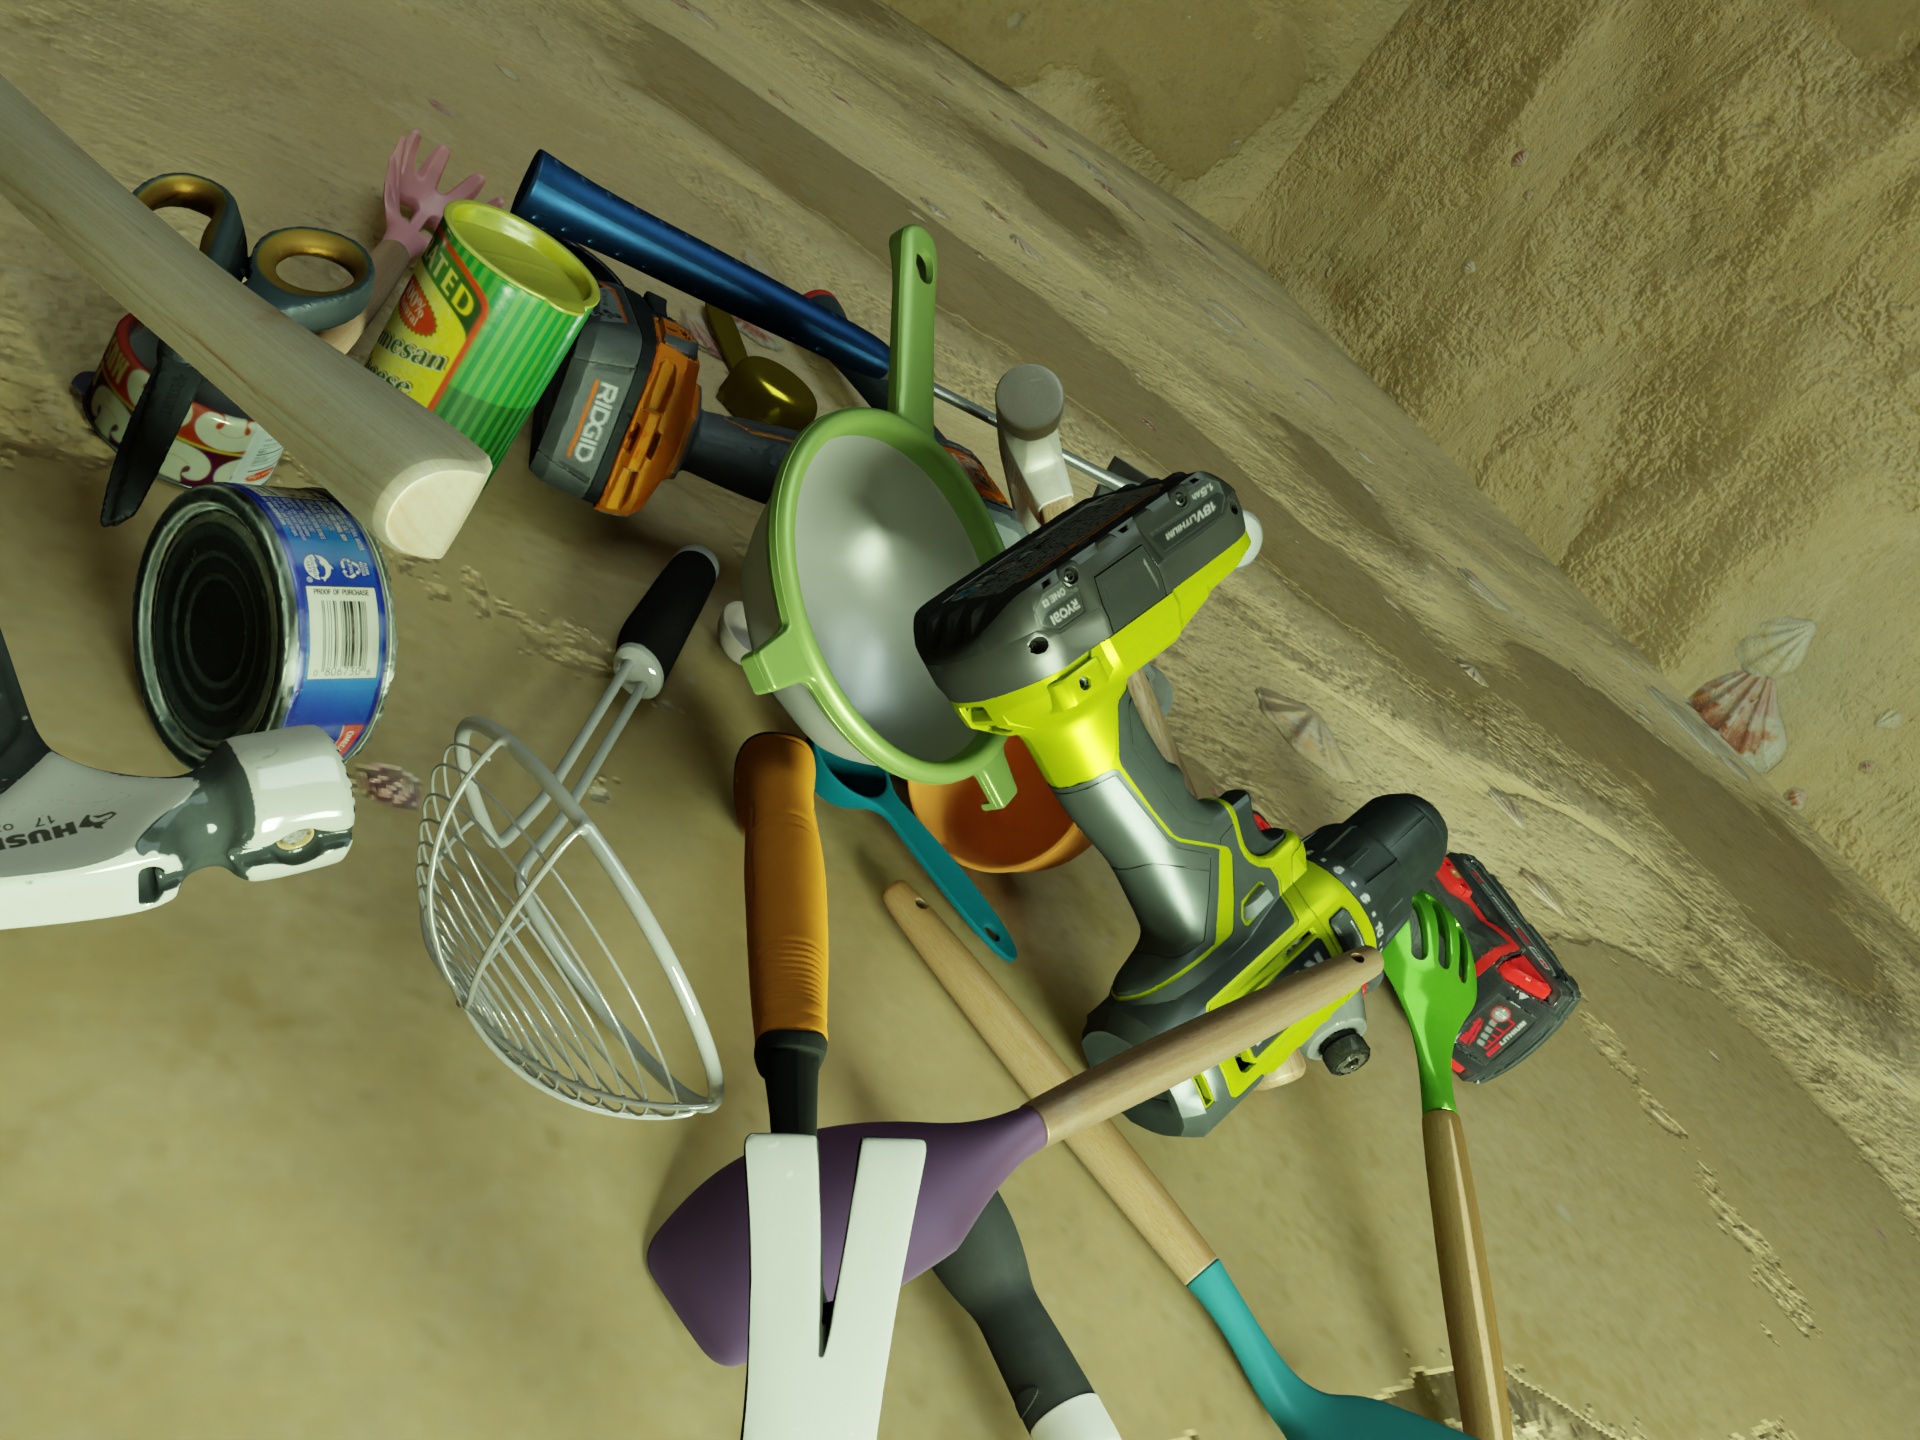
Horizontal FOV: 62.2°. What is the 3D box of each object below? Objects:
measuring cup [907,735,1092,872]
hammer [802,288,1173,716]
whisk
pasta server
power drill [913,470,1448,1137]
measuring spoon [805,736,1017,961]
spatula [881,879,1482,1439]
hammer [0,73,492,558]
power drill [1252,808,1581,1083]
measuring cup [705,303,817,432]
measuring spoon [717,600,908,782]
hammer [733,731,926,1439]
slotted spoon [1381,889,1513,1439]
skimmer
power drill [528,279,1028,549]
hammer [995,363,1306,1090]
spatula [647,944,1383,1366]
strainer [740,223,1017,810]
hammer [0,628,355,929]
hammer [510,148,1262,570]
[{"bbox_3d":[-0.001,-0.002,0.714,0.174,0.095,0.052,43,13,27],"label":"measuring cup"},{"bbox_3d":[-0.010,-0.155,0.964,0.387,0.038,0.143,53,5,32],"label":"hammer"},{"bbox_3d":[0.048,0.225,0.432,0.070,0.070,0.285,15,30,-43],"label":"whisk"},{"bbox_3d":[-0.256,-0.210,0.717,0.060,0.040,0.316,37,18,-25],"label":"pasta server"},{"bbox_3d":[0.098,0.022,0.632,0.190,0.080,0.228,-36,107,-27],"label":"power drill"},{"bbox_3d":[-0.024,0.055,0.667,0.128,0.021,0.042,50,26,1],"label":"measuring spoon"},{"bbox_3d":[0.077,0.171,0.574,0.318,0.044,0.082,48,29,20],"label":"spatula"},{"bbox_3d":[-0.298,-0.175,0.500,0.411,0.038,0.146,38,17,21],"label":"hammer"},{"bbox_3d":[0.211,0.121,0.812,0.219,0.078,0.143,14,35,-39],"label":"power drill"},{"bbox_3d":[-0.127,-0.224,0.964,0.062,0.029,0.157,18,34,-39],"label":"measuring cup"},{"bbox_3d":[-0.063,-0.006,0.716,0.124,0.018,0.034,42,29,-13],"label":"measuring spoon"},{"bbox_3d":[-0.050,0.076,0.463,0.034,0.127,0.337,3,22,-9],"label":"hammer"},{"bbox_3d":[0.204,0.188,0.658,0.070,0.031,0.314,26,43,-20],"label":"slotted spoon"},{"bbox_3d":[-0.100,0.000,0.556,0.363,0.090,0.127,-84,155,-64],"label":"skimmer"},{"bbox_3d":[-0.083,-0.127,0.759,0.226,0.084,0.164,19,20,-21],"label":"power drill"},{"bbox_3d":[0.083,0.007,0.731,0.130,0.031,0.331,76,-6,-80],"label":"hammer"},{"bbox_3d":[0.041,0.123,0.524,0.316,0.018,0.060,-14,45,-38],"label":"spatula"},{"bbox_3d":[-0.042,-0.091,0.655,0.151,0.069,0.257,29,53,-46],"label":"strainer"},{"bbox_3d":[-0.315,-0.093,0.452,0.149,0.036,0.409,-12,50,-37],"label":"hammer"},{"bbox_3d":[-0.033,-0.179,0.819,0.405,0.035,0.144,22,9,-27],"label":"hammer"}]
